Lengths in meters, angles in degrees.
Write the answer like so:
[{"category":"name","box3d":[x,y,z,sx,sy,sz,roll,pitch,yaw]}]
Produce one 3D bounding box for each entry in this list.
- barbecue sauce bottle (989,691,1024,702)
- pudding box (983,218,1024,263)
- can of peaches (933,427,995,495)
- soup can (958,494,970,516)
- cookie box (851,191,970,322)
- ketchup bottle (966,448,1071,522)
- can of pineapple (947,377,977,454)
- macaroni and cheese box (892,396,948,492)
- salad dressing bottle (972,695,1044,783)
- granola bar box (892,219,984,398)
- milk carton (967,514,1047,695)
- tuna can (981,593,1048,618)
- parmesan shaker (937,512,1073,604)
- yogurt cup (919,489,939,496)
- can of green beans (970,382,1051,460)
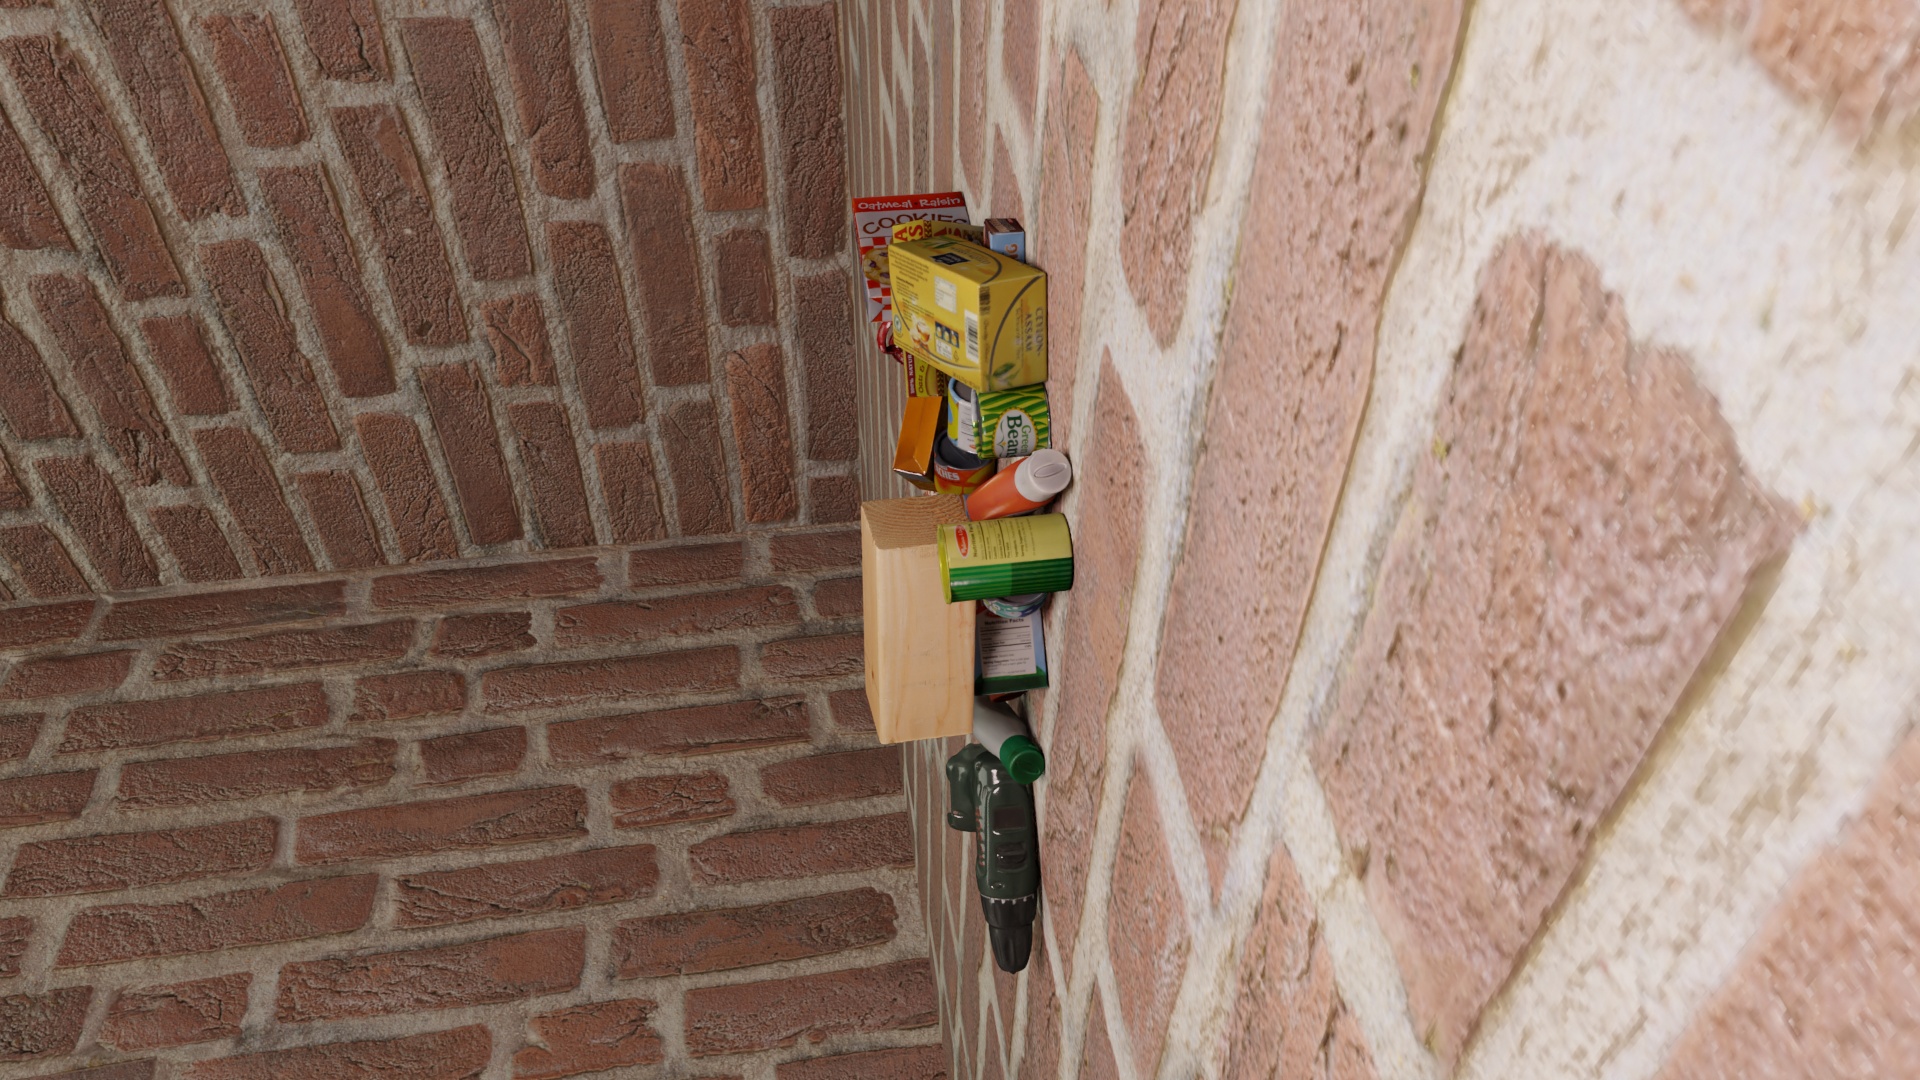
[{"category":"barbecue sauce bottle","box3d":[0.031,0.094,1.450,0.065,0.043,0.149,11,-123,-51]},{"category":"pudding box","box3d":[0.038,-0.239,1.229,0.050,0.030,0.083,-107,14,-63]},{"category":"can of peaches","box3d":[0.003,-0.079,1.479,0.057,0.071,0.071,92,170,-51]},{"category":"soup can","box3d":[0.005,-0.018,1.450,0.071,0.084,0.071,178,87,-83]},{"category":"cookie box","box3d":[-0.047,-0.305,1.487,0.040,0.123,0.168,95,168,-51]},{"category":"ketchup bottle","box3d":[0.052,-0.044,1.157,0.148,0.065,0.043,146,105,-73]},{"category":"can of pineapple","box3d":[0.021,-0.125,1.316,0.071,0.071,0.057,-103,11,-45]},{"category":"macaroni and cheese box","box3d":[-0.032,-0.124,1.552,0.166,0.040,0.123,35,-114,-81]},{"category":"salad dressing bottle","box3d":[0.045,0.200,1.414,0.044,0.064,0.148,-61,21,6]},{"category":"granola bar box","box3d":[-0.013,-0.224,1.356,0.124,0.039,0.165,-15,-78,-59]},{"category":"milk carton","box3d":[0.033,0.046,1.314,0.072,0.073,0.190,-178,83,-82]},{"category":"tuna can","box3d":[0.045,0.035,1.221,0.032,0.071,0.071,97,166,-65]},{"category":"parmesan shaker","box3d":[0.036,0.017,1.143,0.071,0.103,0.071,178,87,-83]},{"category":"yogurt cup","box3d":[-0.015,-0.059,1.676,0.072,0.072,0.054,109,147,-73]},{"category":"can of green beans","box3d":[0.042,-0.103,1.189,0.071,0.058,0.071,177,87,-83]}]
